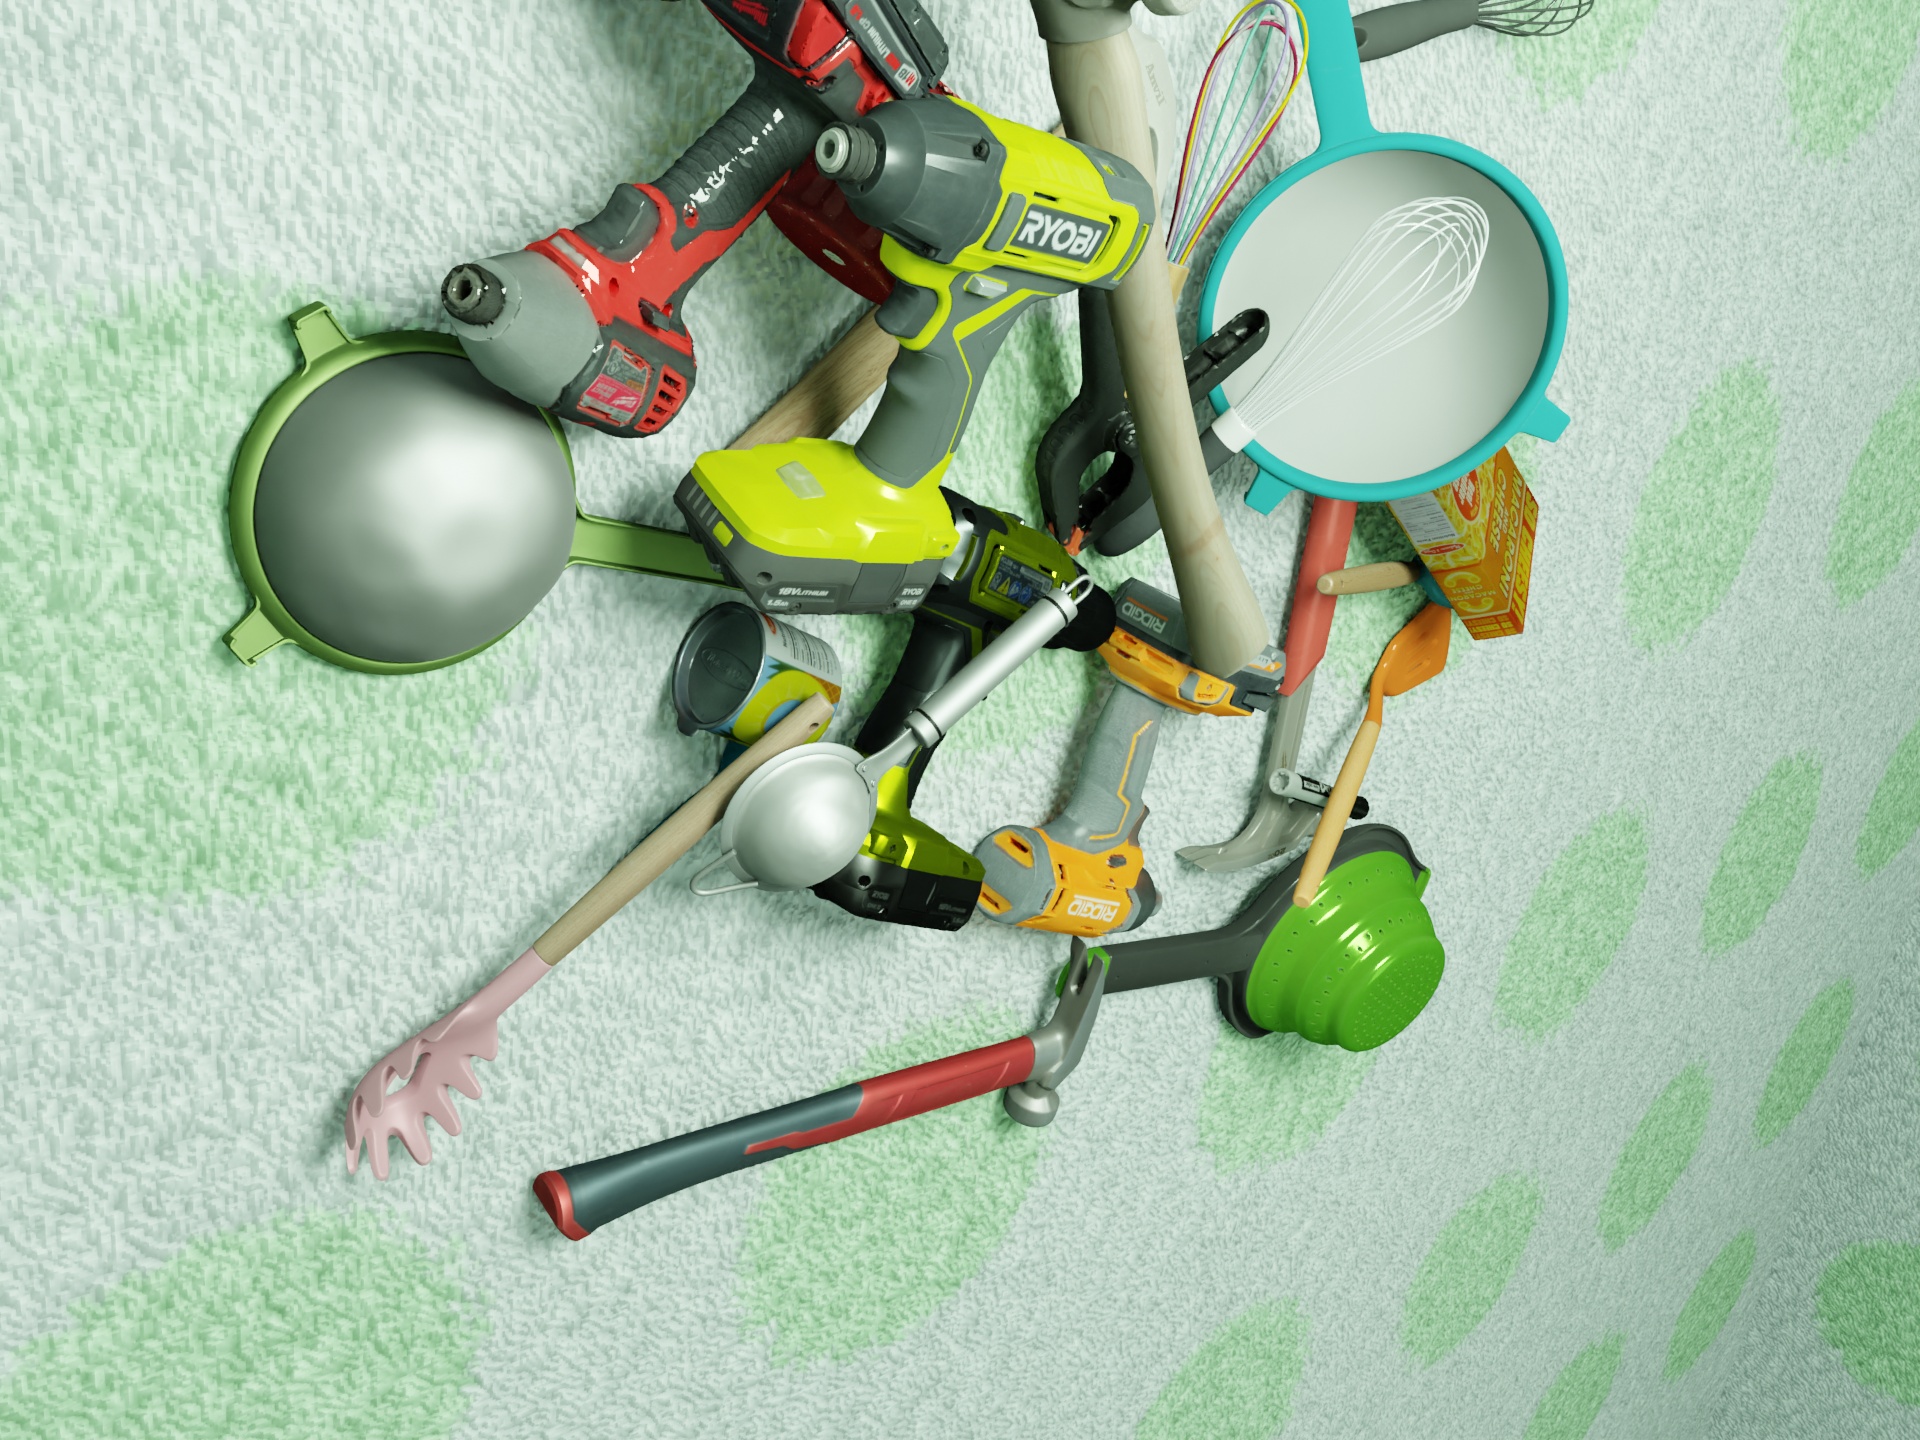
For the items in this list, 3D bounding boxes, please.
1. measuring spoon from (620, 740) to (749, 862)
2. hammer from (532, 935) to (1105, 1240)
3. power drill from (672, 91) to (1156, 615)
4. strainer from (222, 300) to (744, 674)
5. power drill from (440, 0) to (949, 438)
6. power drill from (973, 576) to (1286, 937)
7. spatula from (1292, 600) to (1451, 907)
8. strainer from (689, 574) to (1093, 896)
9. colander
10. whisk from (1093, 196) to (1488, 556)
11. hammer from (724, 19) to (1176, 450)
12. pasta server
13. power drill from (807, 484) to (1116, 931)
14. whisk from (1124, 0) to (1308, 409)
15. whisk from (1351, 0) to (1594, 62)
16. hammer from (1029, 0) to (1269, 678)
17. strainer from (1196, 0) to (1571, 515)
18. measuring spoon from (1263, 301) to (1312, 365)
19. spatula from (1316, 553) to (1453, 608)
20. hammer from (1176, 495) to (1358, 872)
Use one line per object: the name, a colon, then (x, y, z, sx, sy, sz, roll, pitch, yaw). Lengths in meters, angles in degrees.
measuring spoon: (-0.134, 0.052, 0.837, 0.128, 0.021, 0.042, -44, 134, -19)
hammer: (-0.070, 0.227, 0.965, 0.386, 0.038, 0.143, -7, 124, -39)
power drill: (-0.030, -0.156, 0.691, 0.171, 0.080, 0.223, -5, 136, -47)
strainer: (-0.178, -0.077, 0.697, 0.256, 0.069, 0.151, 6, 106, -43)
power drill: (-0.112, -0.216, 0.630, 0.219, 0.078, 0.143, -51, 166, 9)
power drill: (0.114, 0.037, 1.020, 0.164, 0.084, 0.226, 18, 102, -47)
spatula: (0.303, 0.022, 1.165, 0.323, 0.041, 0.081, -56, 147, -41)
strainer: (-0.024, 0.009, 0.793, 0.258, 0.050, 0.086, -42, 135, -14)
colander: (0.243, 0.191, 1.187, 0.397, 0.095, 0.204, -2, 122, -38)
whisk: (0.181, -0.187, 0.906, 0.284, 0.070, 0.070, -42, 143, 25)
hammer: (-0.003, -0.227, 0.809, 0.331, 0.031, 0.129, -48, 135, -13)
pasta server: (-0.178, 0.101, 0.768, 0.316, 0.040, 0.060, -42, 149, 0)
power drill: (-0.001, -0.003, 0.894, 0.190, 0.080, 0.228, 19, 95, -54)
whisk: (0.127, -0.272, 0.875, 0.051, 0.047, 0.245, -65, 177, -66)
whisk: (0.310, -0.435, 0.982, 0.239, 0.055, 0.055, -25, 126, -26)
hammer: (0.088, -0.187, 0.802, 0.038, 0.146, 0.410, -47, 136, -29)
strainer: (0.227, -0.301, 0.931, 0.211, 0.095, 0.340, -13, 112, 10)
measuring spoon: (0.238, -0.267, 1.019, 0.124, 0.018, 0.034, -45, 135, -15)
spatula: (0.321, -0.105, 1.126, 0.317, 0.044, 0.082, -14, 107, -57)
hammer: (0.238, -0.066, 1.111, 0.149, 0.037, 0.359, -12, 119, -38)
